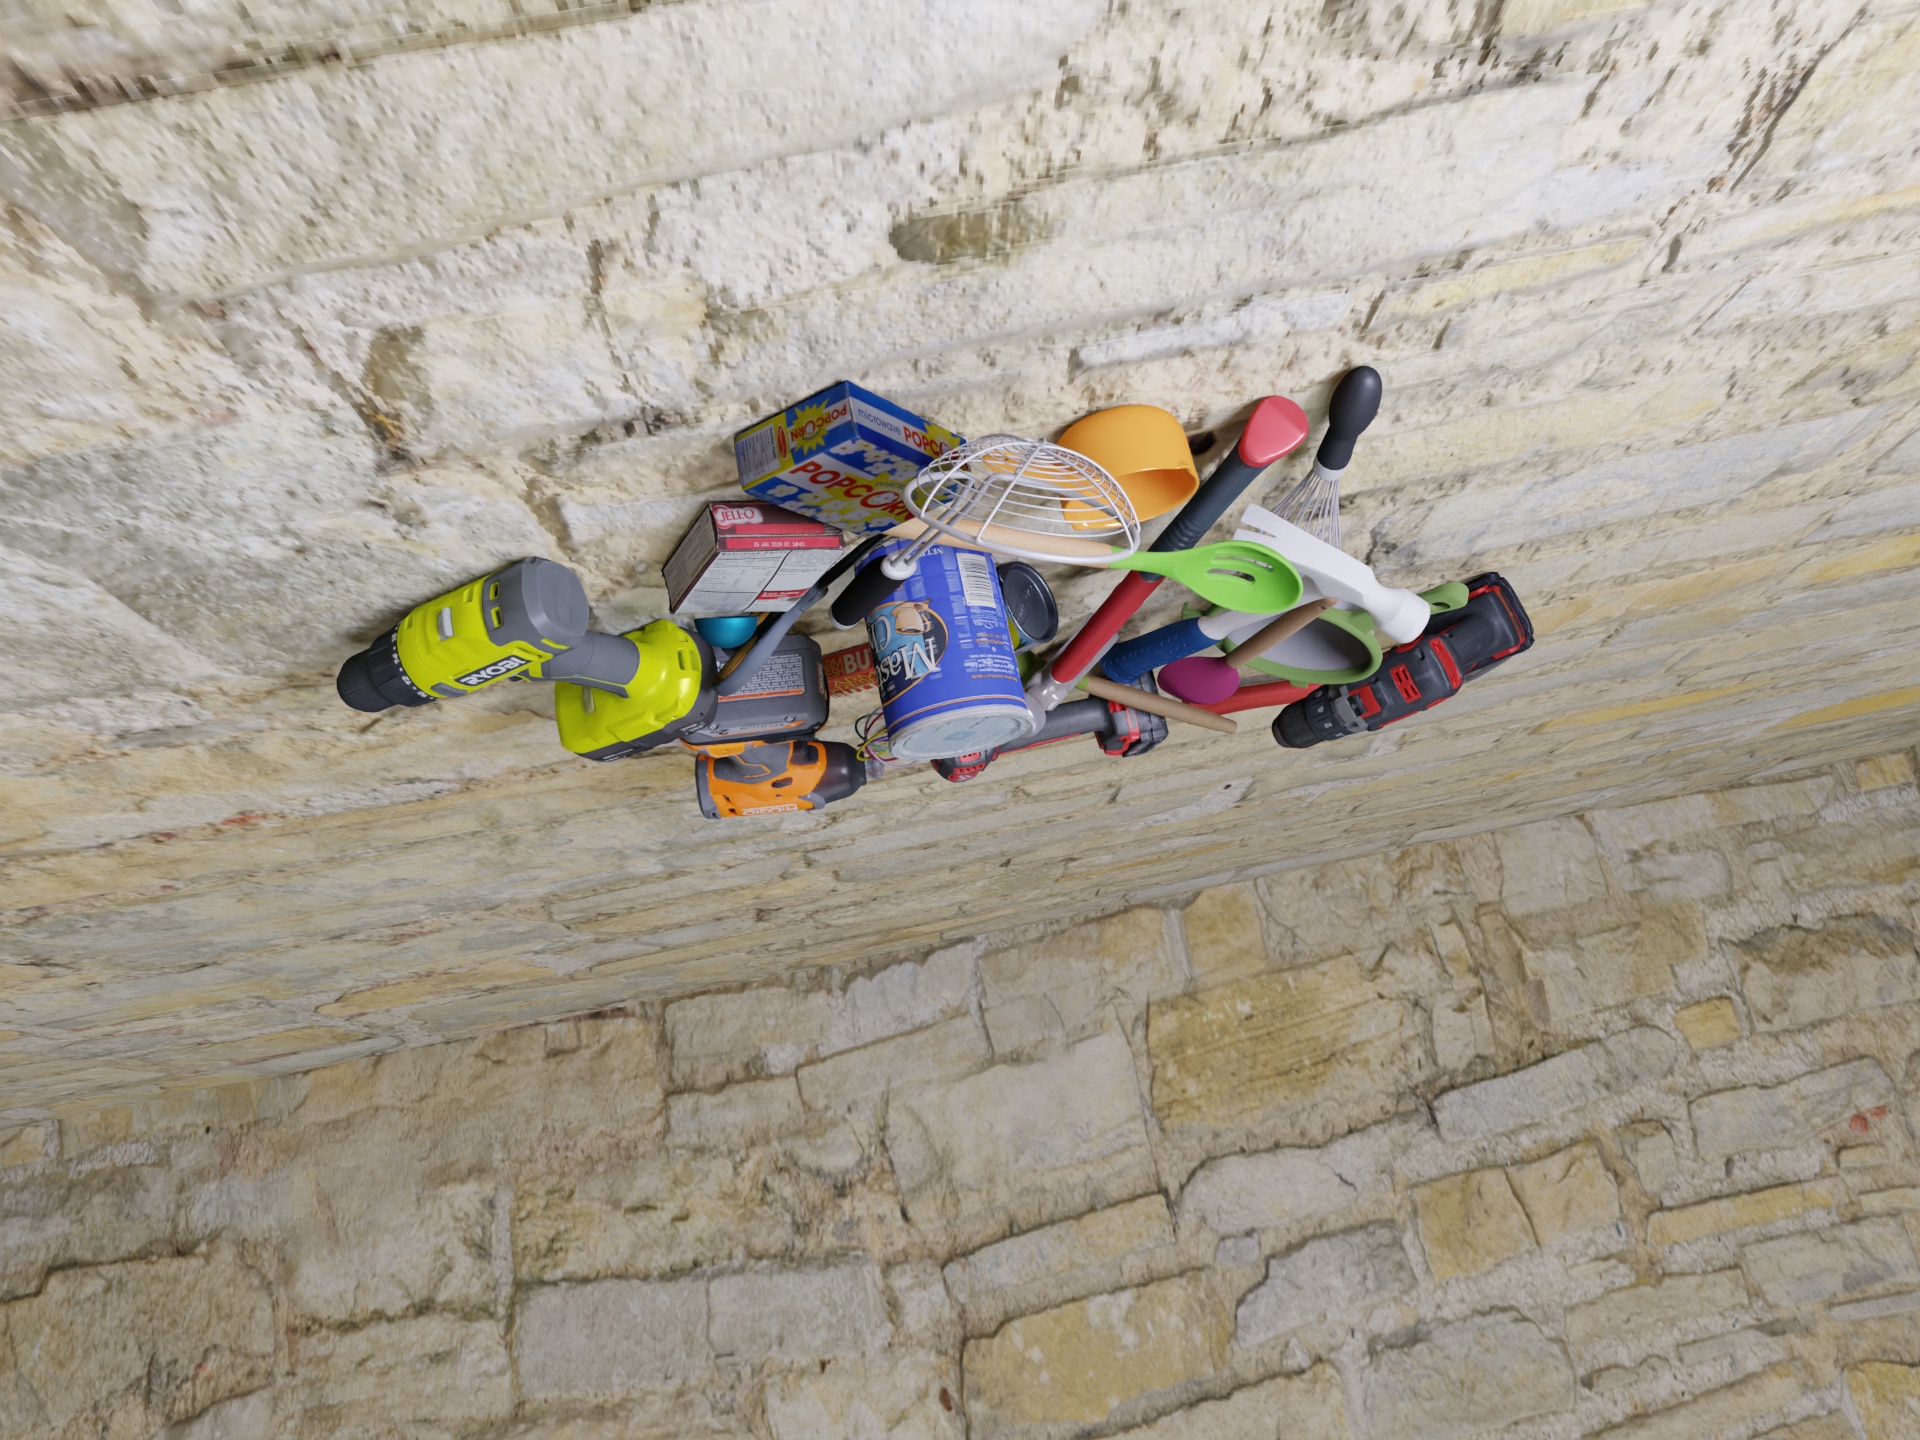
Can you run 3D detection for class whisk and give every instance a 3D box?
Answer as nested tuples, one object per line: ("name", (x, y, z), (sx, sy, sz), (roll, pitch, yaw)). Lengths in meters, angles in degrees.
("whisk", (0.253, -0.165, 1.111), (0.070, 0.070, 0.284), (-11, 160, -4))
("whisk", (-0.004, -0.004, 1.364), (0.051, 0.047, 0.245), (29, -151, 32))

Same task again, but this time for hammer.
("hammer", (0.200, -0.079, 1.264), (0.144, 0.035, 0.405), (30, 165, -12))
("hammer", (0.147, -0.118, 1.172), (0.143, 0.038, 0.386), (-46, 177, -35))
("hammer", (0.406, -0.041, 1.703), (0.359, 0.037, 0.149), (-8, 164, -16))

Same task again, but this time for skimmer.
("skimmer", (-0.016, -0.084, 0.957), (0.127, 0.090, 0.363), (1, 167, -22))

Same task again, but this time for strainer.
("strainer", (0.313, -0.099, 1.295), (0.151, 0.069, 0.256), (28, 159, -26))

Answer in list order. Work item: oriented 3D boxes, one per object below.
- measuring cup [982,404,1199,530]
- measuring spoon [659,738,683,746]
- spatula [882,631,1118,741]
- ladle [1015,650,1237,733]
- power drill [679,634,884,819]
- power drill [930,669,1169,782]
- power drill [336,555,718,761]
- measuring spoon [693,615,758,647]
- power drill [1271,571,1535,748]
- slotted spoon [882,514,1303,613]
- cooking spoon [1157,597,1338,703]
("measuring cup", (0.072, -0.165, 0.974), (0.173, 0.052, 0.095), (6, 157, -44))
("measuring spoon", (-0.270, 0.012, 1.388), (0.124, 0.018, 0.034), (-3, 159, -3))
("spatula", (0.034, -0.030, 1.491), (0.059, 0.018, 0.316), (-8, 167, -43))
("ladle", (0.125, -0.017, 1.413), (0.320, 0.062, 0.078), (15, -167, -34))
("power drill", (-0.149, 0.014, 1.316), (0.164, 0.084, 0.226), (-6, 155, -2))
("power drill", (0.076, 0.010, 1.521), (0.219, 0.078, 0.143), (-12, 171, -7))
("power drill", (-0.298, -0.034, 1.119), (0.190, 0.080, 0.228), (-20, 160, 24))
("measuring spoon", (-0.155, -0.061, 1.093), (0.042, 0.021, 0.128), (-2, -176, 0))
("power drill", (0.402, -0.045, 1.453), (0.226, 0.080, 0.188), (-28, 180, -44))
("slotted spoon", (0.074, -0.114, 1.057), (0.313, 0.031, 0.070), (8, 148, -7))
("cooking spoon", (0.241, -0.058, 1.343), (0.068, 0.017, 0.319), (23, 162, -8))
